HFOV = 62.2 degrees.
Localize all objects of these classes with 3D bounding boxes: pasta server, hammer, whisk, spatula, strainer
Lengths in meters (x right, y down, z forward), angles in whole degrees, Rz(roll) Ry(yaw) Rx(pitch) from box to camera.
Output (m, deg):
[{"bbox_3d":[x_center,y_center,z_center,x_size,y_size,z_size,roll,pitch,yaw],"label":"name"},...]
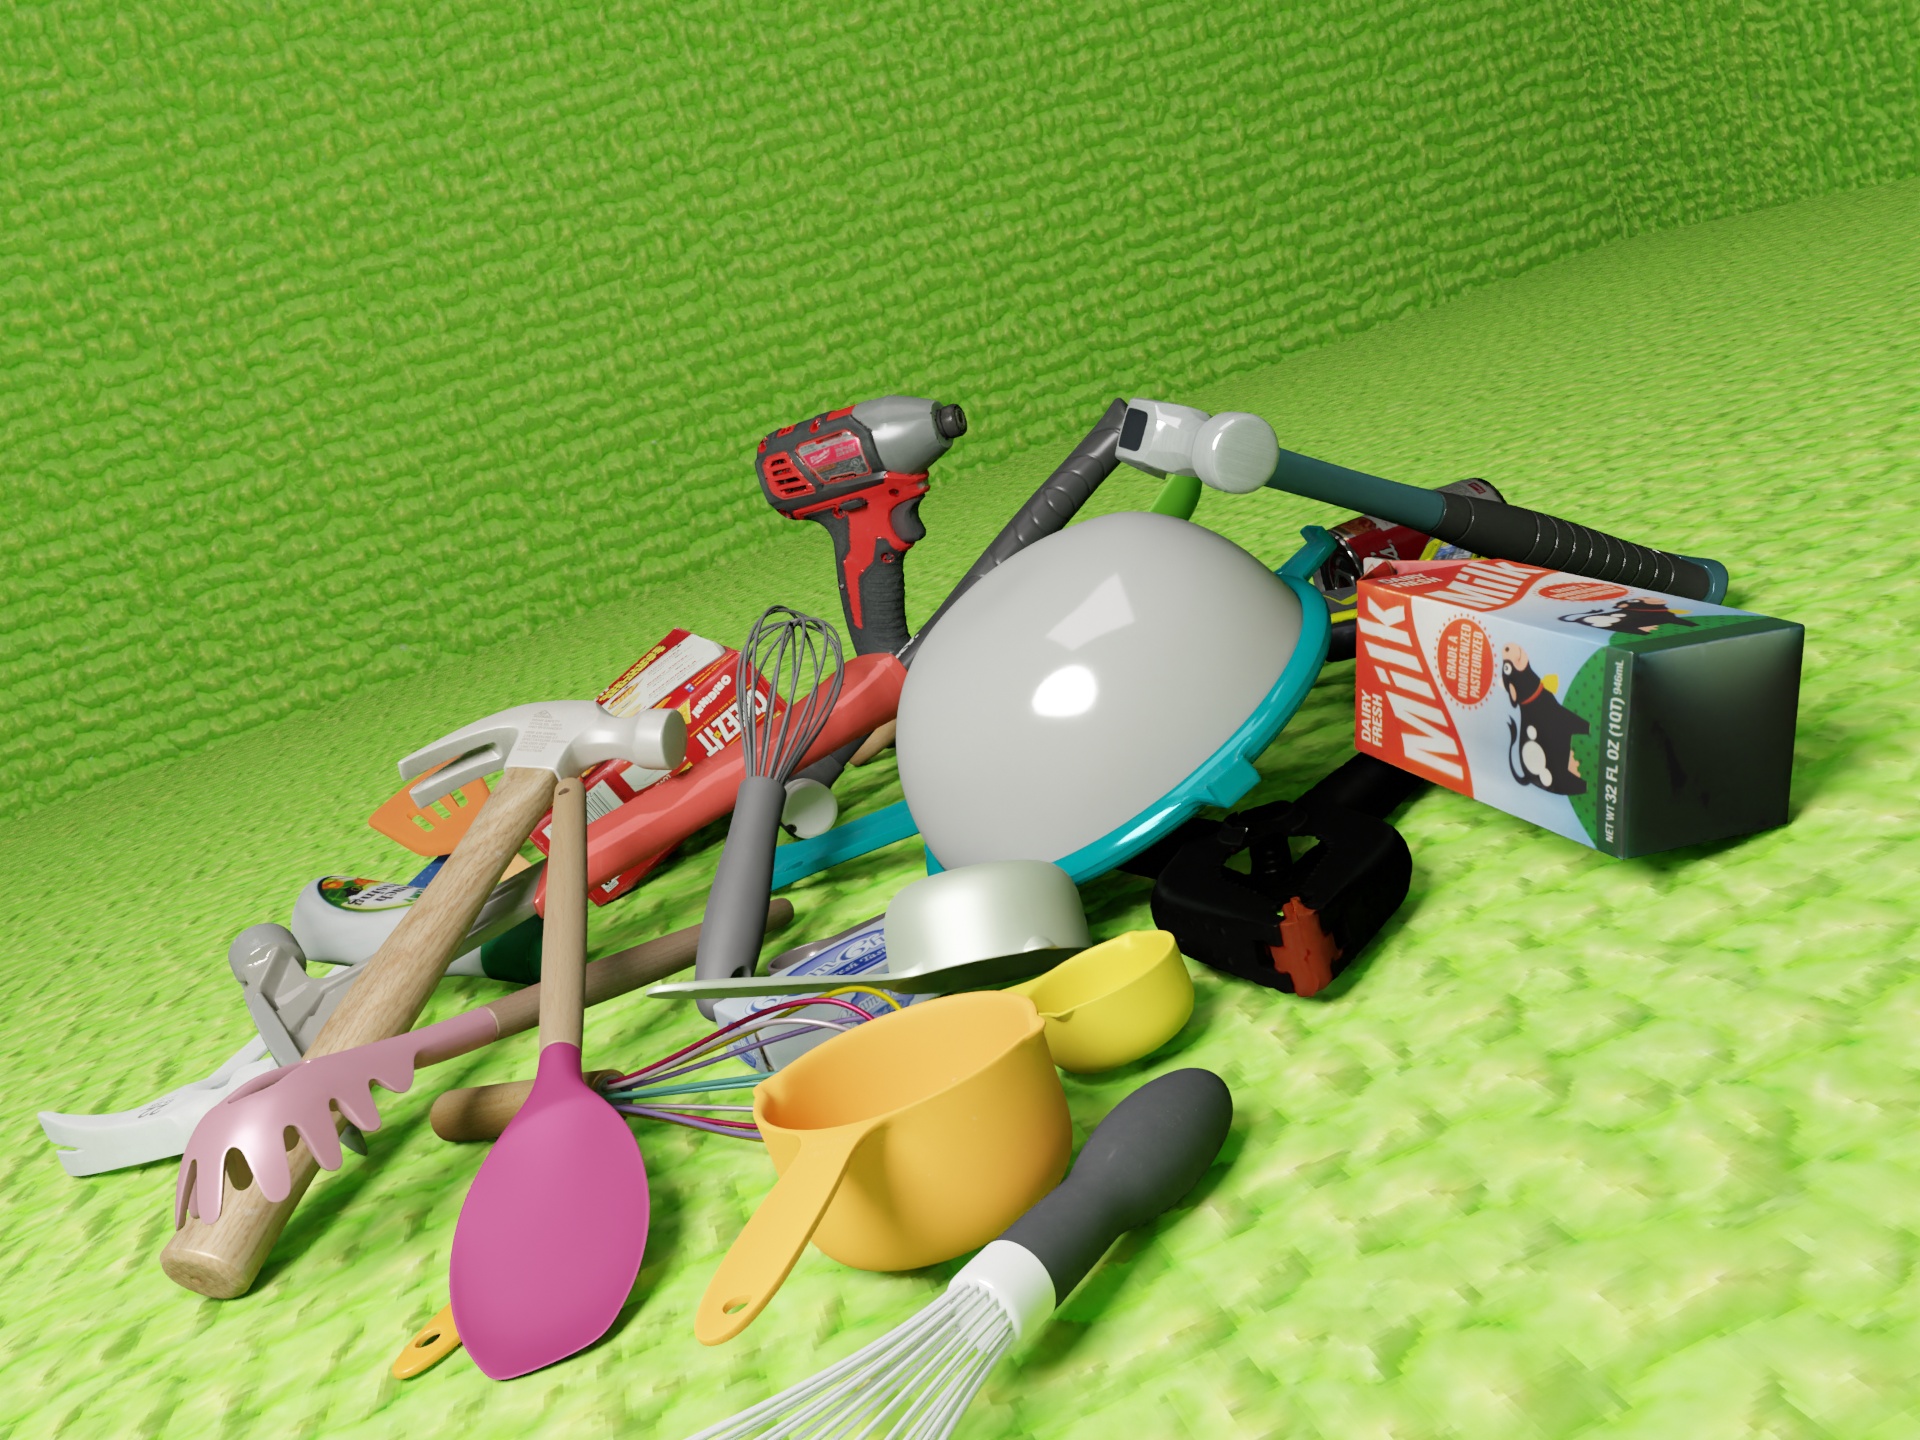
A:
[{"bbox_3d":[-0.170,0.123,0.648,0.060,0.040,0.316,-20,-3,35],"label":"pasta server"},{"bbox_3d":[-0.166,0.065,0.781,0.359,0.036,0.149,-30,41,-25],"label":"hammer"},{"bbox_3d":[0.214,-0.089,0.698,0.330,0.033,0.128,10,12,-25],"label":"hammer"},{"bbox_3d":[-0.093,0.036,0.750,0.055,0.055,0.239,-13,46,23],"label":"whisk"},{"bbox_3d":[-0.238,0.099,0.697,0.130,0.031,0.331,2,38,16],"label":"hammer"},{"bbox_3d":[-0.287,0.069,0.941,0.081,0.041,0.323,-39,20,-19],"label":"spatula"},{"bbox_3d":[-0.354,0.139,0.918,0.144,0.035,0.406,-16,13,10],"label":"hammer"},{"bbox_3d":[-0.002,-0.067,0.957,0.335,0.035,0.146,-49,13,-7],"label":"hammer"},{"bbox_3d":[-0.112,0.134,0.587,0.245,0.047,0.051,-15,-6,34],"label":"whisk"},{"bbox_3d":[-0.001,-0.002,0.723,0.340,0.095,0.211,-24,23,36],"label":"strainer"},{"bbox_3d":[-0.010,0.149,0.360,0.070,0.070,0.284,-8,12,39],"label":"whisk"}]

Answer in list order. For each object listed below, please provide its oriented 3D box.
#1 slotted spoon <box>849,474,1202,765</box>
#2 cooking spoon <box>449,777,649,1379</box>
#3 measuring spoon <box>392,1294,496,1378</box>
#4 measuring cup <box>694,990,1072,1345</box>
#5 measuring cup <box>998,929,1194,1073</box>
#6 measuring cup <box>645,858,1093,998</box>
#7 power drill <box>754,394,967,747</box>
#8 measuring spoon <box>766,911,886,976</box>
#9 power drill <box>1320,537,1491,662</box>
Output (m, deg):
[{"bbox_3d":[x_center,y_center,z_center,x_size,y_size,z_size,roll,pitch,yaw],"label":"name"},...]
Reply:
[{"bbox_3d":[0.032,-0.054,0.948,0.313,0.031,0.070,-38,7,34],"label":"slotted spoon"},{"bbox_3d":[-0.149,0.110,0.598,0.069,0.017,0.319,-23,32,1],"label":"cooking spoon"},{"bbox_3d":[-0.149,0.176,0.530,0.021,0.011,0.117,-12,15,28],"label":"measuring spoon"},{"bbox_3d":[-0.023,0.132,0.426,0.095,0.052,0.173,-17,10,20],"label":"measuring cup"},{"bbox_3d":[0.013,0.112,0.558,0.156,0.029,0.062,-25,6,33],"label":"measuring cup"},{"bbox_3d":[-0.032,0.076,0.570,0.167,0.038,0.083,0,-19,-26],"label":"measuring cup"},{"bbox_3d":[-0.036,-0.102,1.045,0.143,0.219,0.078,-13,14,25],"label":"power drill"},{"bbox_3d":[-0.029,0.094,0.703,0.124,0.018,0.034,-20,7,-34],"label":"measuring spoon"},{"bbox_3d":[0.174,-0.037,0.814,0.228,0.080,0.190,-9,16,27],"label":"power drill"}]
